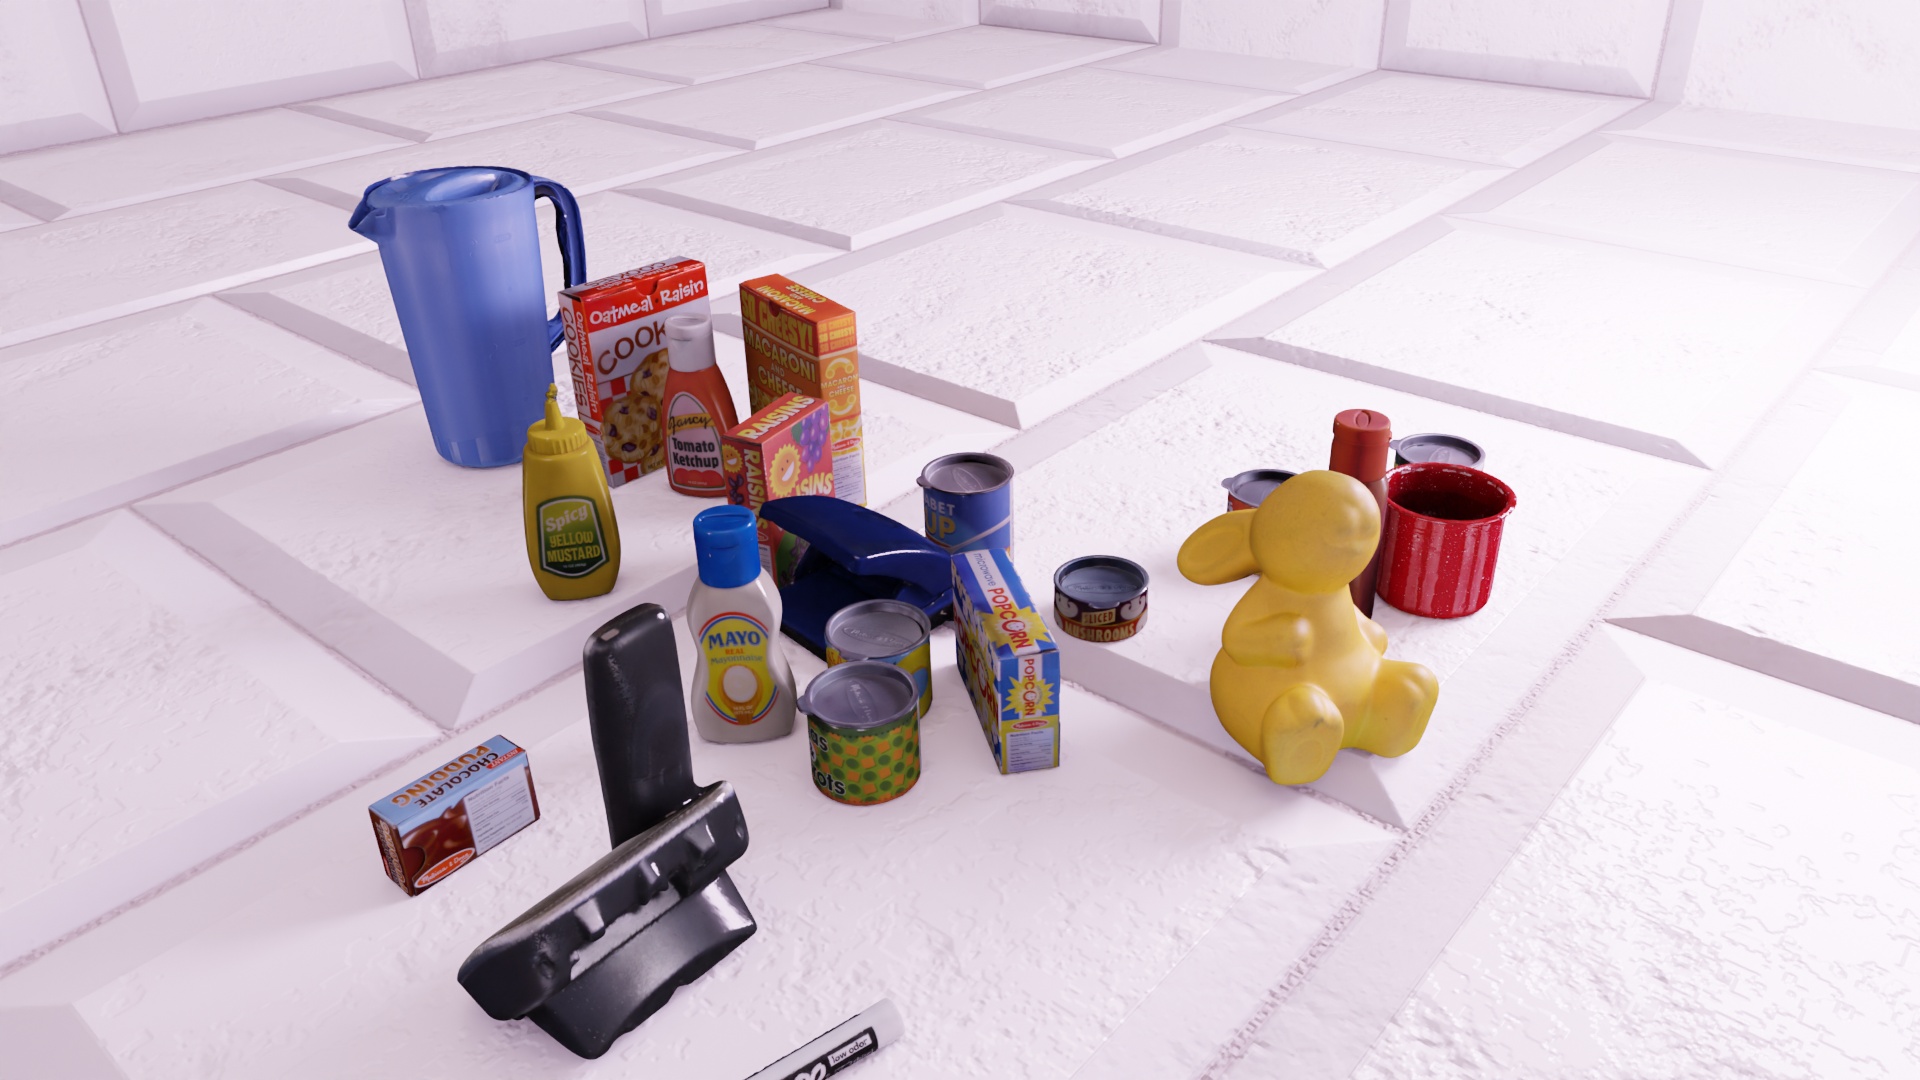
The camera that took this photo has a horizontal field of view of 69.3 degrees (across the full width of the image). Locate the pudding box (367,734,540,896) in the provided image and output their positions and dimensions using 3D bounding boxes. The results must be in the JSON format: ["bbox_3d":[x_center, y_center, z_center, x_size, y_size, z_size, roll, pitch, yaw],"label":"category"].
[{"bbox_3d":[-0.276,0.149,0.763,0.030,0.049,0.084,20,35,34],"label":"pudding box"}]

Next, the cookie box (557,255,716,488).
[{"bbox_3d":[-0.264,-0.143,1.170,0.040,0.166,0.123,23,37,37],"label":"cookie box"}]

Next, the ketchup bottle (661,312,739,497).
[{"bbox_3d":[-0.212,-0.109,1.125,0.065,0.148,0.044,5,29,12],"label":"ketchup bottle"}]

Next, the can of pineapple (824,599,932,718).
[{"bbox_3d":[-0.052,0.079,0.871,0.071,0.057,0.071,-1,29,1],"label":"can of pineapple"}]

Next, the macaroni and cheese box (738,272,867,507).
[{"bbox_3d":[-0.127,-0.117,1.117,0.040,0.165,0.124,-21,34,-31],"label":"macaroni and cheese box"}]

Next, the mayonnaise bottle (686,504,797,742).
[{"bbox_3d":[-0.135,0.052,0.831,0.065,0.147,0.041,-4,29,-3],"label":"mayonnaise bottle"}]

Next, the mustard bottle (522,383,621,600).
[{"bbox_3d":[-0.280,-0.035,0.982,0.065,0.159,0.049,-9,29,-13],"label":"mustard bottle"}]

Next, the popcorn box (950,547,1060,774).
[{"bbox_3d":[0.026,0.071,0.853,0.038,0.084,0.127,-8,29,-11],"label":"popcorn box"}]

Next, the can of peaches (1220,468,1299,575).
[{"bbox_3d":[0.226,-0.014,1.024,0.071,0.057,0.071,-1,29,1],"label":"can of peaches"}]

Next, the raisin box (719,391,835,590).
[{"bbox_3d":[-0.130,-0.034,1.012,0.040,0.122,0.086,14,32,26],"label":"raisin box"}]

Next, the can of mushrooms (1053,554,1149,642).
[{"bbox_3d":[0.097,0.041,0.957,0.071,0.033,0.071,-1,29,1],"label":"can of mushrooms"}]

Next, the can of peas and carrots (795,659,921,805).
[{"bbox_3d":[-0.058,0.113,0.809,0.071,0.058,0.071,-1,29,1],"label":"can of peas and carrots"}]

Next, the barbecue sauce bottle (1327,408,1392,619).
[{"bbox_3d":[0.262,-0.014,0.930,0.044,0.147,0.065,7,30,15],"label":"barbecue sauce bottle"}]

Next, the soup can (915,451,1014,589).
[{"bbox_3d":[0.004,-0.013,1.007,0.071,0.083,0.072,-1,29,1],"label":"soup can"}]

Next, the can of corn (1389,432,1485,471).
[{"bbox_3d":[0.364,-0.044,1.072,0.071,0.058,0.071,-1,29,1],"label":"can of corn"}]
